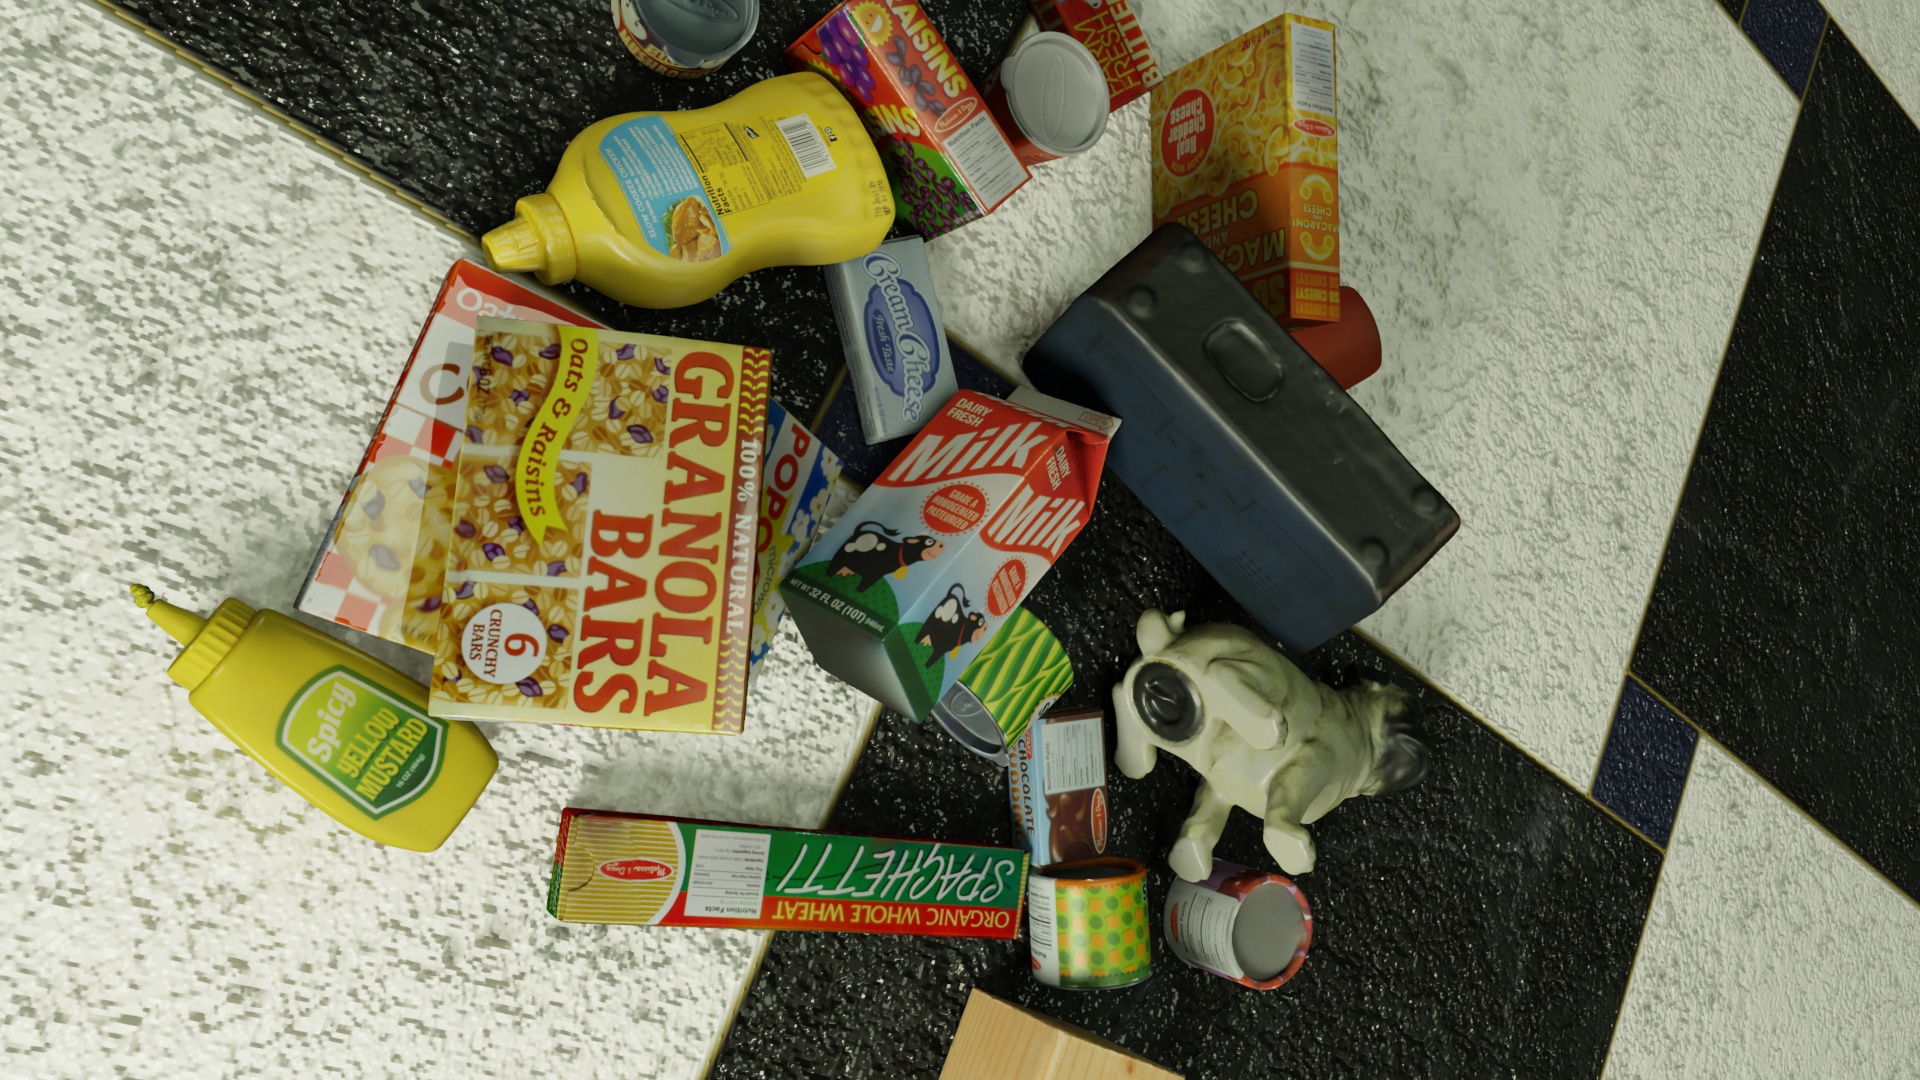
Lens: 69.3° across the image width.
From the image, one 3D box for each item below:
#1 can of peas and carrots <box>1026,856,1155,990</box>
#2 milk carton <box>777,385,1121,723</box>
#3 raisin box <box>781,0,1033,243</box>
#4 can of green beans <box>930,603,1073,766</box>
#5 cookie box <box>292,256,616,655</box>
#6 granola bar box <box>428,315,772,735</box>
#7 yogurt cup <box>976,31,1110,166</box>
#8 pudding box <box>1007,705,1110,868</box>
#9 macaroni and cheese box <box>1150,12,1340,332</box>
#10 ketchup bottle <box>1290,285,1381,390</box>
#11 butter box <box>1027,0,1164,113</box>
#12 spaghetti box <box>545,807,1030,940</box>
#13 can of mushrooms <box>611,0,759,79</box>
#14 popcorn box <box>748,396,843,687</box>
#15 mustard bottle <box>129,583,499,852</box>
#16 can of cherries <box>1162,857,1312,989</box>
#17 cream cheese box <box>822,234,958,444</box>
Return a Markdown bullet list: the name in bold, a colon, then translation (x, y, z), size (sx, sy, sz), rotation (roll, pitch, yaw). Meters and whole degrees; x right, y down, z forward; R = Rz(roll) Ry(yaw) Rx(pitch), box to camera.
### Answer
- **can of peas and carrots**: translation (0.072, 0.207, 0.759), size (0.071, 0.071, 0.058), rotation (-2, 88, -30)
- **milk carton**: translation (0.003, -0.009, 0.712), size (0.191, 0.072, 0.073), rotation (-49, 144, -25)
- **raisin box**: translation (-0.029, -0.218, 0.714), size (0.040, 0.086, 0.123), rotation (-42, 108, -20)
- **can of green beans**: translation (0.018, 0.072, 0.736), size (0.058, 0.071, 0.071), rotation (-42, 108, -25)
- **cookie box**: translation (-0.204, -0.025, 0.630), size (0.123, 0.040, 0.168), rotation (25, 76, -27)
- **granola bar box**: translation (-0.148, -0.004, 0.586), size (0.124, 0.039, 0.166), rotation (5, 78, -11)
- **yogurt cup**: translation (0.041, -0.241, 0.774), size (0.072, 0.054, 0.072), rotation (2, 87, -30)
- **pudding box**: translation (0.054, 0.136, 0.774), size (0.050, 0.030, 0.083), rotation (-3, 89, -31)
- **macaroni and cheese box**: translation (0.163, -0.199, 0.802), size (0.040, 0.123, 0.166), rotation (0, 88, -29)
- **ketchup bottle**: translation (0.196, -0.106, 0.862), size (0.149, 0.043, 0.064), rotation (-27, 100, -28)
- **butter box**: translation (0.075, -0.303, 0.814), size (0.053, 0.024, 0.103), rotation (-34, 104, -28)
- **spaghetti box**: translation (-0.078, 0.170, 0.697), size (0.250, 0.028, 0.050), rotation (11, 82, -29)
- **can of mushrooms**: translation (-0.137, -0.262, 0.685), size (0.071, 0.033, 0.071), rotation (2, 86, -31)
- **popcorn box**: translation (-0.111, -0.003, 0.661), size (0.085, 0.038, 0.127), rotation (44, 62, -59)
- **mustard bottle**: translation (-0.273, 0.068, 0.578), size (0.160, 0.048, 0.065), rotation (40, 68, -22)
- **can of cherries**: translation (0.165, 0.223, 0.817), size (0.071, 0.058, 0.071), rotation (2, 87, -29)
- **cream cheese box**: translation (-0.036, -0.107, 0.739), size (0.053, 0.024, 0.103), rotation (-16, 95, -30)
